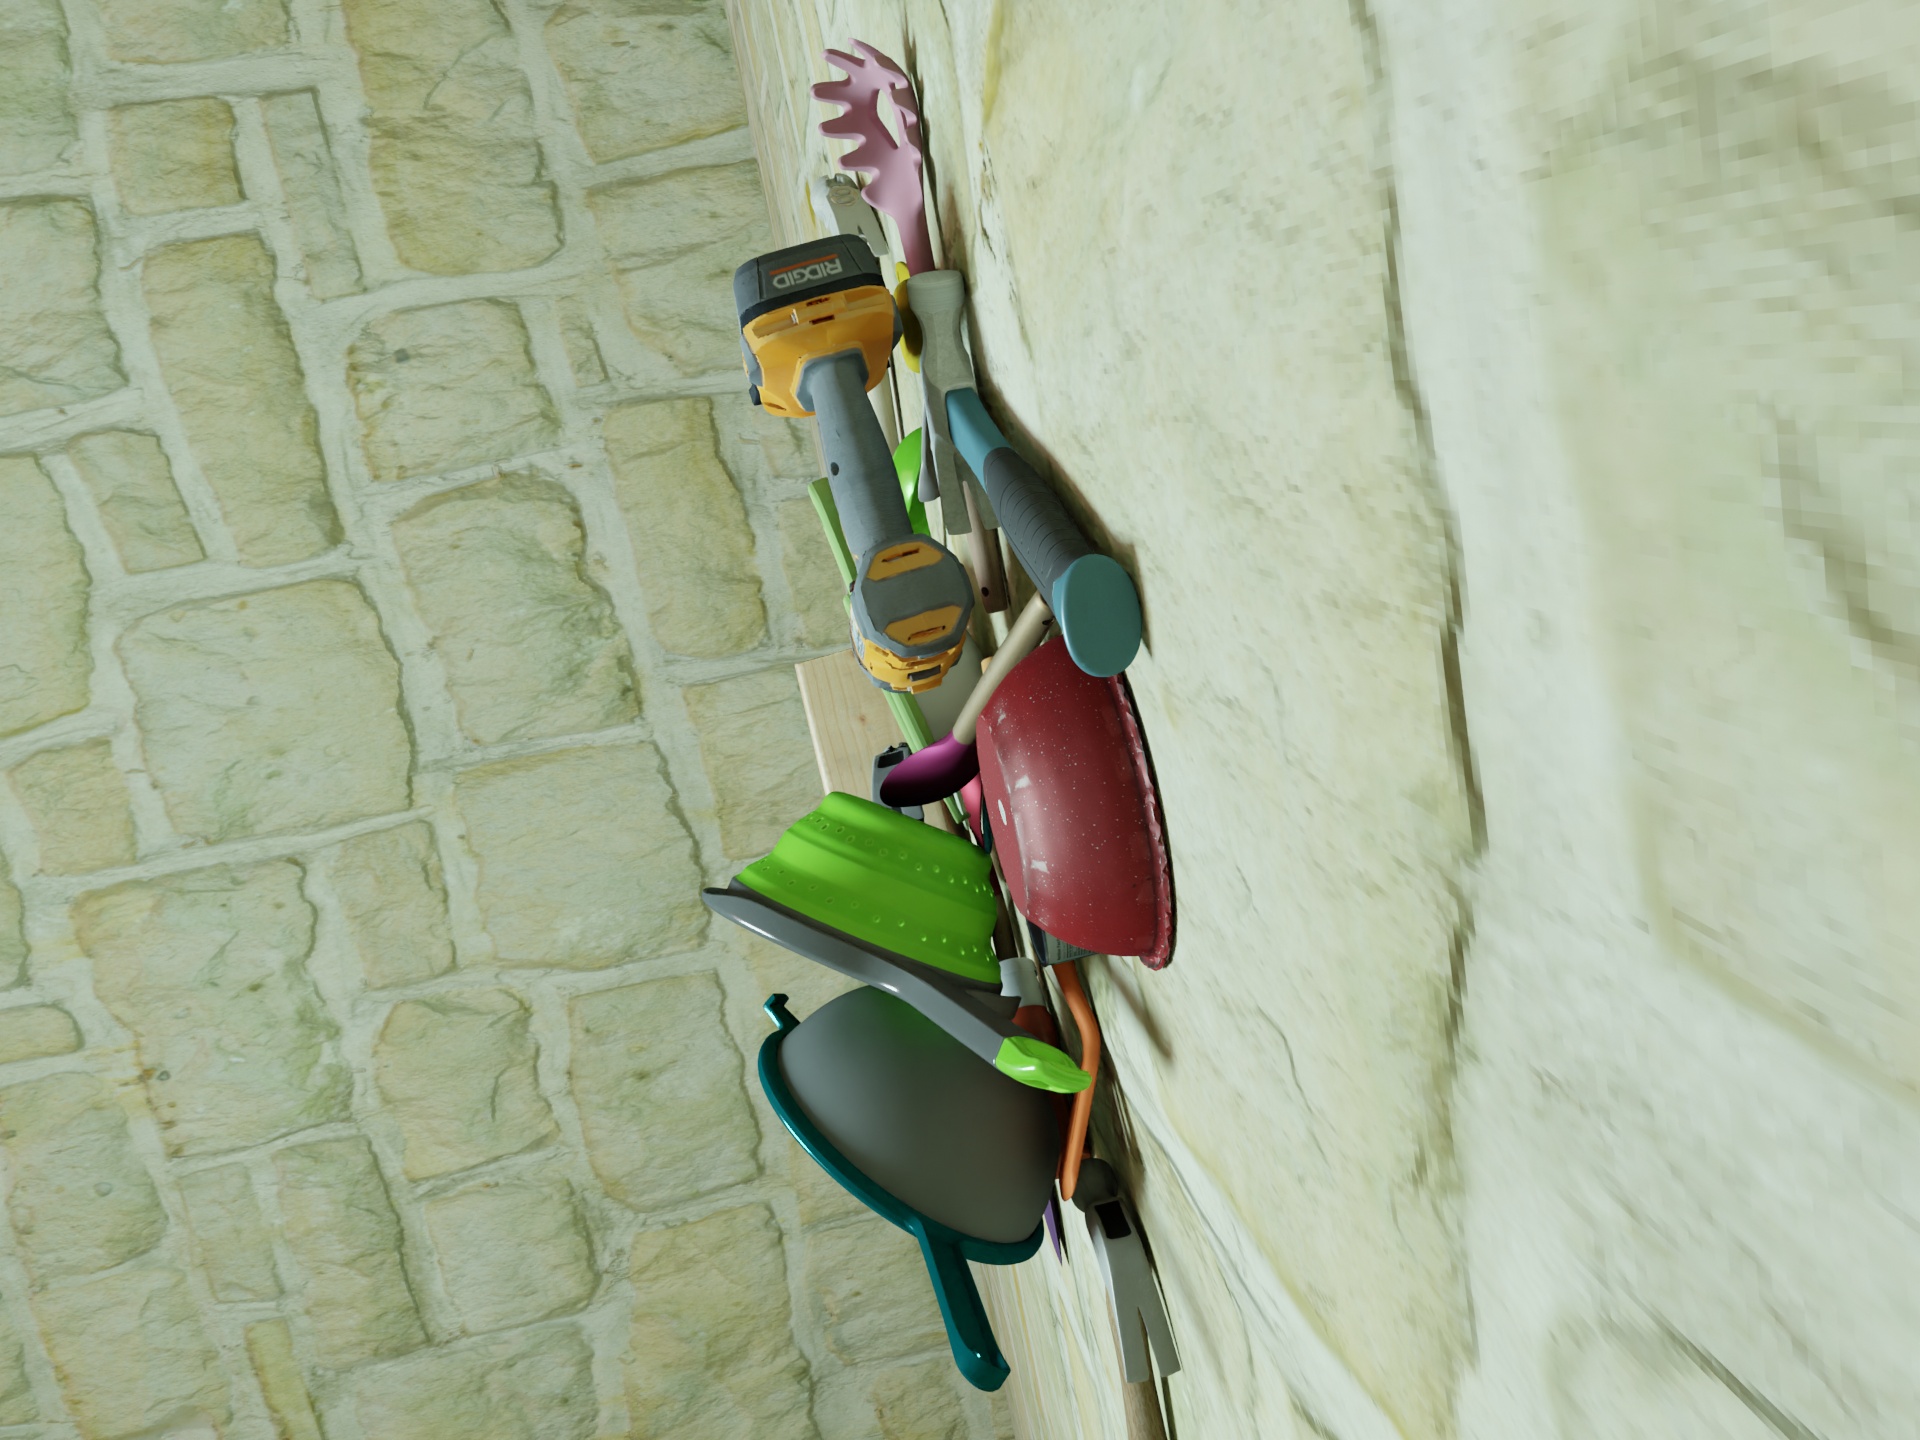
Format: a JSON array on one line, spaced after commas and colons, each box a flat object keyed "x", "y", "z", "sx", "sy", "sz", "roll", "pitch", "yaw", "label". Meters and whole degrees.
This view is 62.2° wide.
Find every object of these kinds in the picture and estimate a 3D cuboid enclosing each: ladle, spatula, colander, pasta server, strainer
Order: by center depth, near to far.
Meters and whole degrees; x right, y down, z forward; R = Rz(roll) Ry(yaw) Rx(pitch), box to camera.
[{"x": -0.018, "y": -0.212, "z": 0.882, "sx": 0.060, "sy": 0.040, "sz": 0.316, "roll": -2, "pitch": 105, "yaw": 45, "label": "pasta server"}, {"x": -0.015, "y": 0.111, "z": 0.897, "sx": 0.397, "sy": 0.204, "sz": 0.094, "roll": 13, "pitch": 81, "yaw": 67, "label": "colander"}, {"x": -0.001, "y": 0.243, "z": 0.920, "sx": 0.211, "sy": 0.095, "sz": 0.341, "roll": 32, "pitch": -174, "yaw": -18, "label": "strainer"}, {"x": 0.044, "y": 0.115, "z": 0.940, "sx": 0.081, "sy": 0.041, "sz": 0.323, "roll": 94, "pitch": 163, "yaw": -73, "label": "spatula"}, {"x": -0.031, "y": -0.064, "z": 1.027, "sx": 0.152, "sy": 0.069, "sz": 0.256, "roll": -119, "pitch": 7, "yaw": -45, "label": "strainer"}, {"x": 0.032, "y": 0.157, "z": 1.236, "sx": 0.069, "sy": 0.031, "sz": 0.315, "roll": -113, "pitch": 11, "yaw": -75, "label": "ladle"}, {"x": 0.060, "y": 0.335, "z": 1.352, "sx": 0.060, "sy": 0.018, "sz": 0.315, "roll": -111, "pitch": 10, "yaw": -63, "label": "spatula"}]

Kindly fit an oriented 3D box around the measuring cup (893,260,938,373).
[{"x": -0.033, "y": -0.254, "z": 0.969, "sx": 0.157, "sy": 0.029, "sz": 0.062, "roll": -116, "pitch": 15, "yaw": -58, "label": "measuring cup"}]

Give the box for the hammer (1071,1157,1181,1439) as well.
[{"x": 0.115, "y": 0.441, "z": 0.971, "sx": 0.130, "sy": 0.031, "sz": 0.331, "roll": -117, "pitch": 16, "yaw": -71, "label": "hammer"}]

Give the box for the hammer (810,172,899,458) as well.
[{"x": -0.061, "y": -0.222, "z": 1.299, "sx": 0.146, "sy": 0.038, "sz": 0.410, "roll": -112, "pitch": 11, "yaw": -52, "label": "hammer"}]

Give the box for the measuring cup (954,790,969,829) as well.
[{"x": -0.002, "y": -0.004, "z": 1.168, "sx": 0.083, "sy": 0.038, "sz": 0.168, "roll": 103, "pitch": 152, "yaw": -77, "label": "measuring cup"}]

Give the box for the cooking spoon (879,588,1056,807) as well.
[{"x": 0.008, "y": -0.002, "z": 0.876, "sx": 0.318, "sy": 0.068, "sz": 0.017, "roll": 121, "pitch": 134, "yaw": -66, "label": "cooking spoon"}]

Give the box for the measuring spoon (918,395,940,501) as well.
[{"x": -0.015, "y": -0.186, "z": 1.016, "sx": 0.124, "sy": 0.018, "sz": 0.034, "roll": 94, "pitch": -170, "yaw": -55, "label": "measuring spoon"}]

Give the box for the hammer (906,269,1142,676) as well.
[{"x": 0.022, "y": -0.109, "z": 0.725, "sx": 0.331, "sy": 0.033, "sz": 0.128, "roll": -112, "pitch": 13, "yaw": -61, "label": "hammer"}]

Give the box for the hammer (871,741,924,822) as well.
[{"x": -0.004, "y": 0.185, "z": 1.139, "sx": 0.146, "sy": 0.035, "sz": 0.334, "roll": -88, "pitch": -18, "yaw": -81, "label": "hammer"}]

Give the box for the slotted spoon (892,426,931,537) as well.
[{"x": -0.024, "y": -0.106, "z": 1.193, "sx": 0.313, "sy": 0.031, "sz": 0.070, "roll": 82, "pitch": -162, "yaw": -57, "label": "slotted spoon"}]

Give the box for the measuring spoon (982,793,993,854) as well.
[{"x": 0.026, "y": 0.055, "z": 0.992, "sx": 0.129, "sy": 0.021, "sz": 0.042, "roll": -82, "pitch": -17, "yaw": -73, "label": "measuring spoon"}]

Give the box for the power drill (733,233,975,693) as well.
[{"x": -0.054, "y": -0.123, "z": 0.868, "sx": 0.185, "sy": 0.084, "sz": 0.226, "roll": 114, "pitch": 138, "yaw": -80, "label": "power drill"}]
